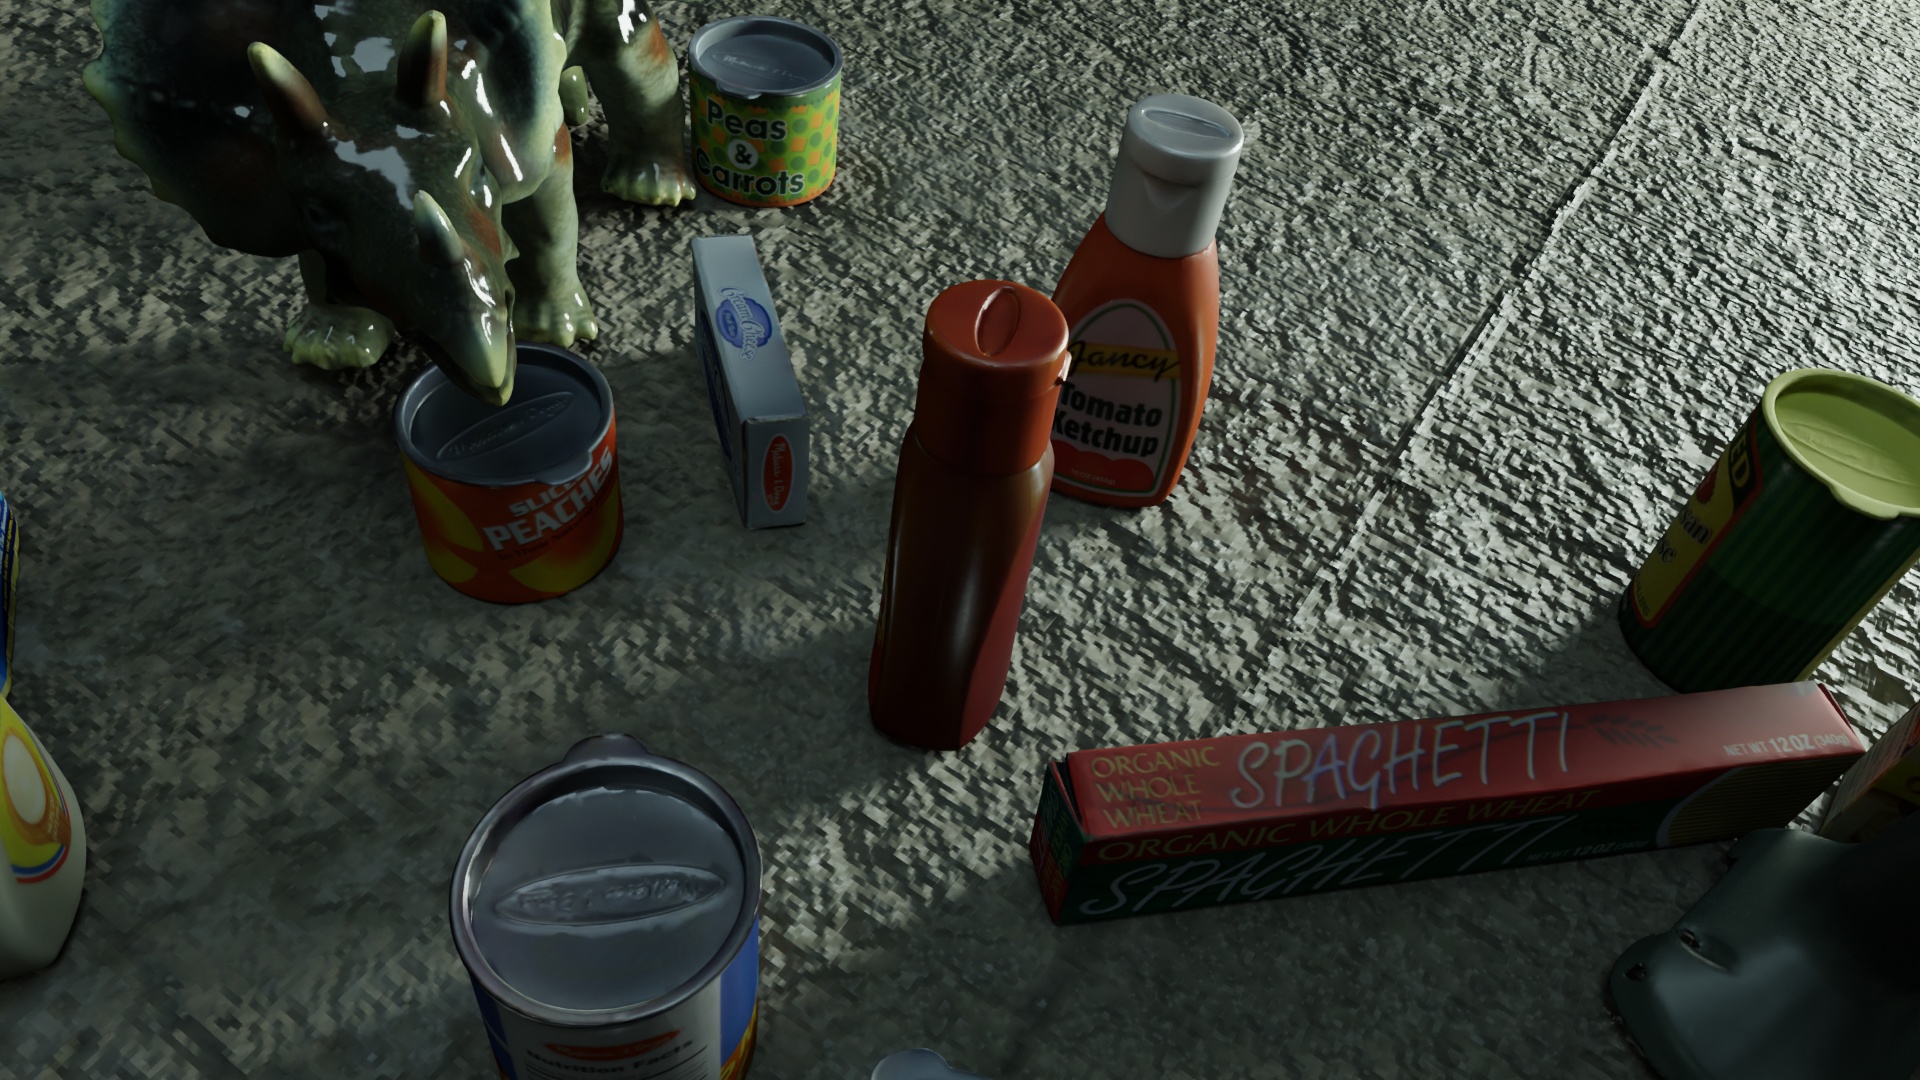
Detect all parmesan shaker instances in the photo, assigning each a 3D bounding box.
[{"bbox_3d":[0.275,0.004,0.465,0.071,0.102,0.072,5,47,-5],"label":"parmesan shaker"}]

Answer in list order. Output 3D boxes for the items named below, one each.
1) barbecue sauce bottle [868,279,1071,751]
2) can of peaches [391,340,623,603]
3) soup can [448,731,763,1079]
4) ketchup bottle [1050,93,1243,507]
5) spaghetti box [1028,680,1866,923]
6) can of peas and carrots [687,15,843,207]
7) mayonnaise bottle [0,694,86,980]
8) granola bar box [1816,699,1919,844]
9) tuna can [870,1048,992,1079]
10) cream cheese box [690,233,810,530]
[{"bbox_3d":[0.001,-0.005,0.398,0.044,0.147,0.065,14,47,4],"label":"barbecue sauce bottle"},{"bbox_3d":[-0.143,-0.020,0.450,0.071,0.057,0.071,5,47,-5],"label":"can of peaches"},{"bbox_3d":[-0.081,0.099,0.333,0.071,0.083,0.072,5,47,-5],"label":"soup can"},{"bbox_3d":[0.060,-0.078,0.474,0.065,0.148,0.044,16,47,5],"label":"ketchup bottle"},{"bbox_3d":[0.145,0.076,0.413,0.250,0.049,0.029,-4,48,-12],"label":"spaghetti box"},{"bbox_3d":[-0.087,-0.188,0.613,0.071,0.058,0.071,5,47,-5],"label":"can of peas and carrots"},{"bbox_3d":[-0.244,0.043,0.314,0.041,0.147,0.065,-10,50,-18],"label":"mayonnaise bottle"},{"bbox_3d":[0.358,0.089,0.386,0.166,0.123,0.039,33,51,20],"label":"granola bar box"},{"bbox_3d":[-0.007,0.159,0.324,0.071,0.032,0.071,5,47,-5],"label":"tuna can"},{"bbox_3d":[-0.077,-0.059,0.499,0.024,0.053,0.104,-8,49,-16],"label":"cream cheese box"}]
